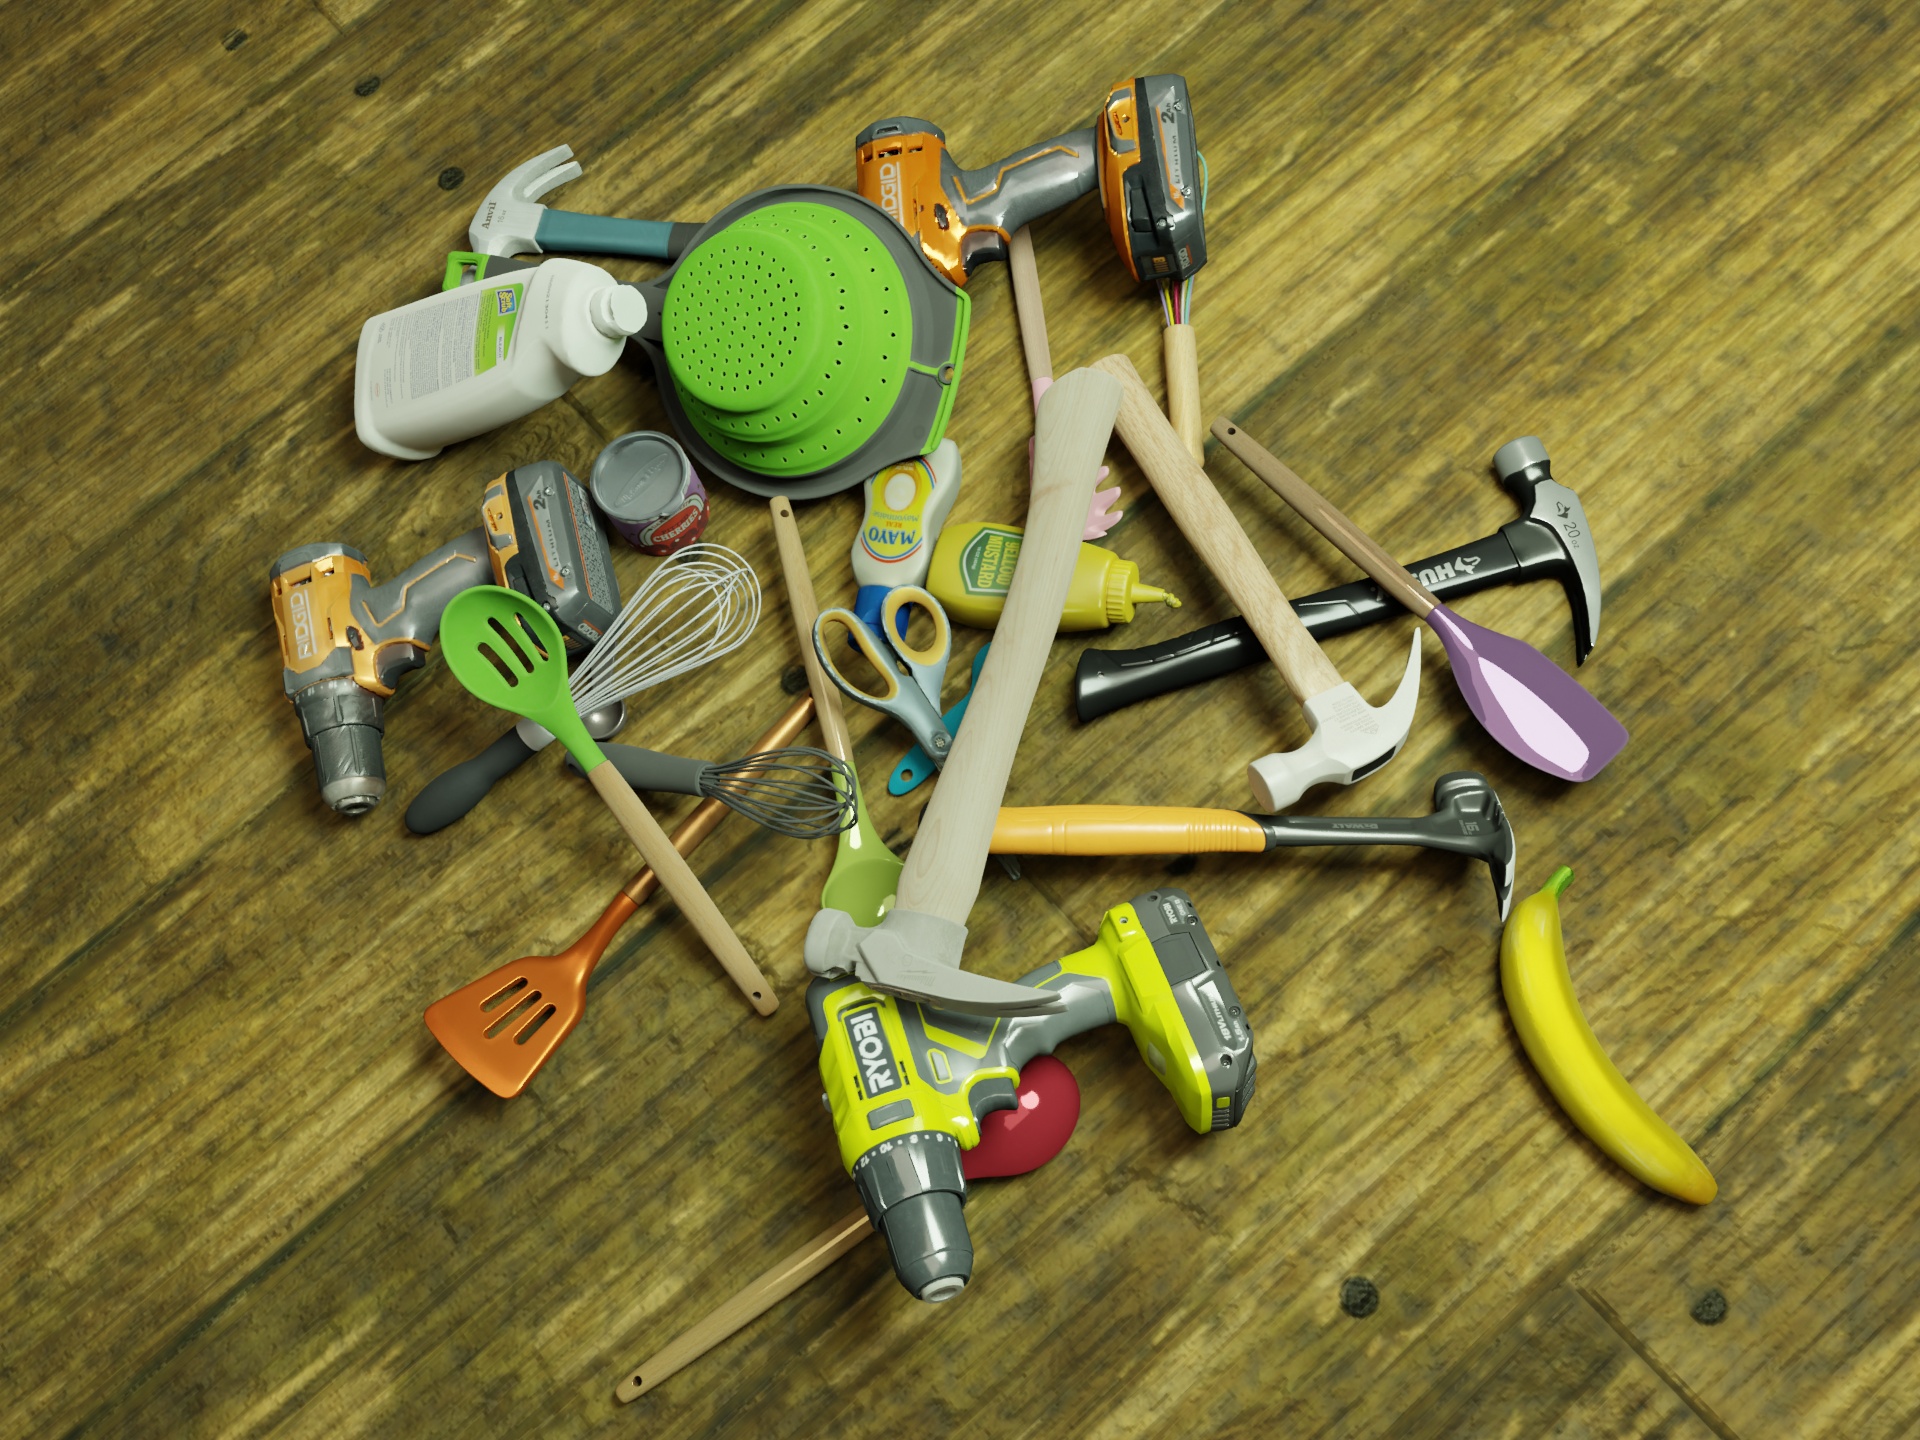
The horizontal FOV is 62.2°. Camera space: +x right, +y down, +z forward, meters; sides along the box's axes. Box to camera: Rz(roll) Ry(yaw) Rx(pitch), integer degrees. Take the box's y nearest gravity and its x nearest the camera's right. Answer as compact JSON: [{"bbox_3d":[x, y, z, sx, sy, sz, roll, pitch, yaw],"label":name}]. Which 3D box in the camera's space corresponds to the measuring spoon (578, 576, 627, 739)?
[{"bbox_3d":[-0.233,-0.042,1.057,0.034,0.018,0.124,-11,63,16],"label":"measuring spoon"}]

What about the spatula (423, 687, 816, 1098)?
[{"bbox_3d":[-0.191,0.091,0.990,0.081,0.041,0.322,39,79,16],"label":"spatula"}]

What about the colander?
[{"bbox_3d":[-0.195,-0.266,1.034,0.397,0.094,0.204,15,98,19],"label":"colander"}]

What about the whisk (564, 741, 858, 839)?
[{"bbox_3d":[-0.157,0.035,0.968,0.239,0.055,0.055,6,71,34],"label":"whisk"}]

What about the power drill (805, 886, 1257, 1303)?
[{"bbox_3d":[0.041,0.197,0.871,0.228,0.080,0.191,-17,51,-6],"label":"power drill"}]

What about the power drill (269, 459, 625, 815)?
[{"bbox_3d":[-0.338,-0.053,1.036,0.226,0.084,0.185,-20,70,9],"label":"power drill"}]

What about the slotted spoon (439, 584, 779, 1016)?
[{"bbox_3d":[-0.207,0.051,0.965,0.070,0.031,0.314,-36,90,9],"label":"slotted spoon"}]

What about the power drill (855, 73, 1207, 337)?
[{"bbox_3d":[0.043,-0.325,1.044,0.226,0.084,0.164,-6,78,14],"label":"power drill"}]

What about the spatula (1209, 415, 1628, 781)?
[{"bbox_3d":[0.265,-0.081,0.961,0.060,0.018,0.316,-41,71,-7],"label":"spatula"}]

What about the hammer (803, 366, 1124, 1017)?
[{"bbox_3d":[0.040,-0.031,0.929,0.146,0.038,0.411,10,67,18],"label":"hammer"}]

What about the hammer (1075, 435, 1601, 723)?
[{"bbox_3d":[0.230,-0.062,0.988,0.335,0.035,0.146,-18,69,2],"label":"hammer"}]

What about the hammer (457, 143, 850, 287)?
[{"bbox_3d":[-0.193,-0.341,1.141,0.331,0.033,0.128,8,74,10],"label":"hammer"}]

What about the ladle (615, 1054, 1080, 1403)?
[{"bbox_3d":[-0.066,0.293,0.913,0.315,0.031,0.069,-35,69,-3],"label":"ladle"}]

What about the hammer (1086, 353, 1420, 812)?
[{"bbox_3d":[0.165,-0.104,0.974,0.130,0.031,0.332,-23,62,-8],"label":"hammer"}]

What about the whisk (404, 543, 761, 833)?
[{"bbox_3d":[-0.243,-0.012,1.008,0.284,0.070,0.070,-36,70,9],"label":"whisk"}]

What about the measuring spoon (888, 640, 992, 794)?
[{"bbox_3d":[-0.002,-0.003,1.005,0.042,0.021,0.128,39,80,18],"label":"measuring spoon"}]

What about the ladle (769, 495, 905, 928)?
[{"bbox_3d":[-0.076,-0.001,0.986,0.078,0.062,0.320,-8,72,-22],"label":"ladle"}]

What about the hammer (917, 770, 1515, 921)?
[{"bbox_3d":[0.142,0.068,0.915,0.337,0.127,0.034,0,113,8],"label":"hammer"}]

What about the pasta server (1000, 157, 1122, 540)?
[{"bbox_3d":[0.055,-0.256,1.076,0.060,0.040,0.316,1,67,-22],"label":"pasta server"}]

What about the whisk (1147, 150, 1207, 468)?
[{"bbox_3d":[0.149,-0.281,1.072,0.051,0.047,0.245,-7,75,18],"label":"whisk"}]
